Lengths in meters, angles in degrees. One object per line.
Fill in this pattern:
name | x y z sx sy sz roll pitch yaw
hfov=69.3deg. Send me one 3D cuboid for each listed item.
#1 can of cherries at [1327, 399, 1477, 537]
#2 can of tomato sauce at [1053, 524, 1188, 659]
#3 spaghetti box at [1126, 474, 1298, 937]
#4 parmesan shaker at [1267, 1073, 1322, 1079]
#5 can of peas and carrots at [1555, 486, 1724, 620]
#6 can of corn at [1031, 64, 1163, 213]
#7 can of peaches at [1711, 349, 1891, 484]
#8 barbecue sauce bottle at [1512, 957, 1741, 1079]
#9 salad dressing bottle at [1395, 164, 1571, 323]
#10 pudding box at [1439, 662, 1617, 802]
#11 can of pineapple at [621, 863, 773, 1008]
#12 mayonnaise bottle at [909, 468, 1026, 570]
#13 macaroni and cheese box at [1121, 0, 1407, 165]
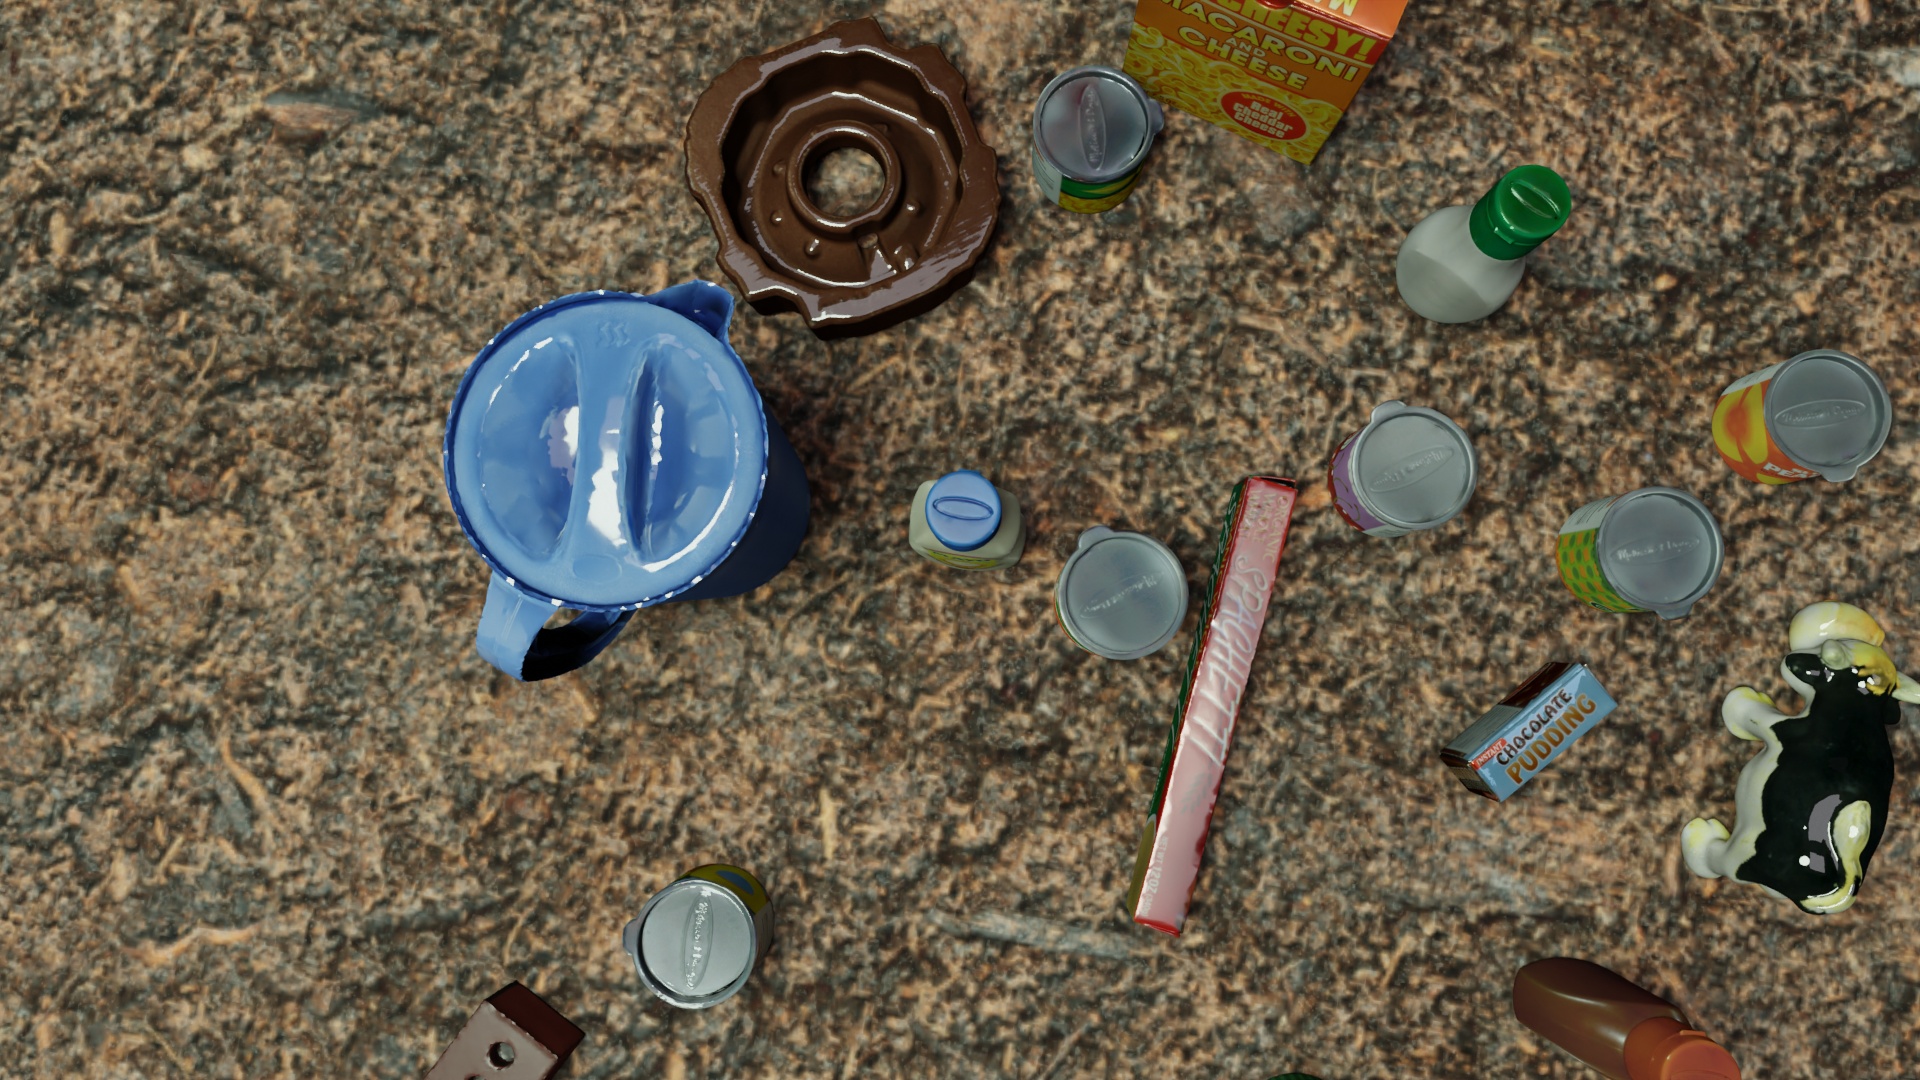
can of cherries | 0.240 -0.039 0.761 0.071 0.058 0.071 0 85 1
can of tomato sauce | 0.082 0.029 0.746 0.071 0.083 0.071 0 85 1
spaghetti box | 0.136 0.086 0.756 0.029 0.050 0.250 15 85 3
parmesan shaker | 0.183 0.316 0.708 0.071 0.103 0.071 0 85 1
can of peas and carrots | 0.367 0.009 0.753 0.071 0.058 0.071 0 85 1
can of corn | 0.076 -0.224 0.781 0.071 0.058 0.071 0 85 1
can of peaches | 0.457 -0.064 0.758 0.071 0.058 0.071 0 85 1
barbecue sauce bottle | 0.330 0.244 0.688 0.065 0.148 0.043 4 86 2
salad dressing bottle | 0.272 -0.153 0.726 0.064 0.147 0.044 39 87 4
pudding box | 0.306 0.102 0.751 0.084 0.049 0.030 -39 85 -2
can of pineapple | -0.139 0.210 0.747 0.071 0.058 0.071 0 85 1
mayonnaise bottle | 0.003 -0.009 0.719 0.065 0.148 0.041 8 86 2
macaroni and cheese box | 0.154 -0.265 0.729 0.124 0.166 0.040 24 87 3
